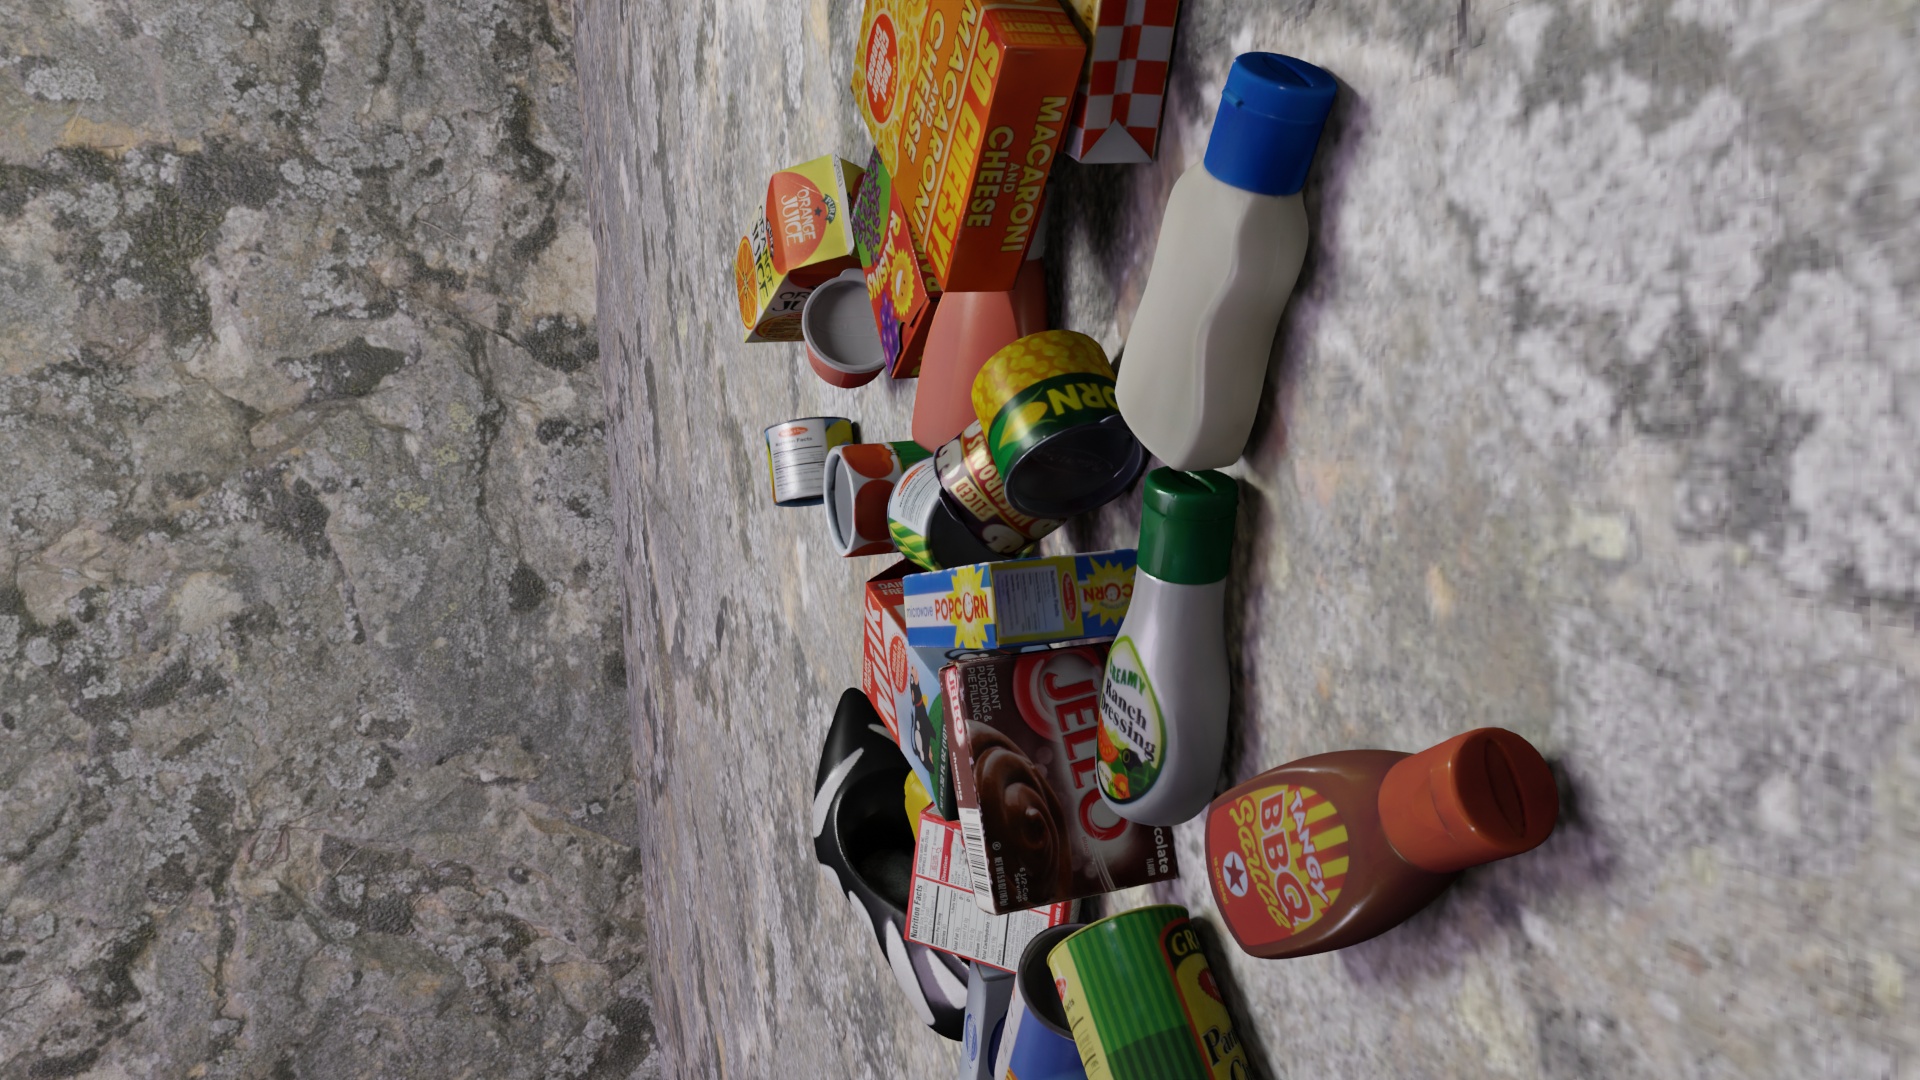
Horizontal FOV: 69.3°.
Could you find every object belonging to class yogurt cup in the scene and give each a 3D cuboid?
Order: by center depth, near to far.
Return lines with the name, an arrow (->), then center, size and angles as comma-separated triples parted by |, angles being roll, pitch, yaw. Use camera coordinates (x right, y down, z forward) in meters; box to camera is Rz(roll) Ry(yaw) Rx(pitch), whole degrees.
yogurt cup -> -0.073, -0.135, 0.926 | 0.053, 0.072, 0.072 | 127, 134, -73

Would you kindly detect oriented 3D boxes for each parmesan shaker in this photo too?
parmesan shaker -> 0.085, 0.216, 0.585 | 0.071, 0.071, 0.103 | 110, 147, -49

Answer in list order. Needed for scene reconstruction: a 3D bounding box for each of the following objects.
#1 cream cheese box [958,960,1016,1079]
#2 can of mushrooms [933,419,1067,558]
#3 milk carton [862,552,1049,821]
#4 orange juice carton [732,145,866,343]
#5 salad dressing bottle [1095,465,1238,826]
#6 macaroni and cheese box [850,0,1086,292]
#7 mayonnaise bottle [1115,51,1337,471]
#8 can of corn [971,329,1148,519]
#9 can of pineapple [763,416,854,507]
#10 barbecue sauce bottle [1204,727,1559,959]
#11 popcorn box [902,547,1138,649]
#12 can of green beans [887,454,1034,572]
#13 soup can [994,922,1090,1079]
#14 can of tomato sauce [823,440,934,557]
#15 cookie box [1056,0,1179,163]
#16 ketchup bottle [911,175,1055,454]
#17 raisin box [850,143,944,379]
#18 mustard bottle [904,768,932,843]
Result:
cream cheese box -> 0.030, 0.267, 0.761 | 0.024, 0.053, 0.103 | -126, 36, -57
can of mushrooms -> 0.020, -0.027, 0.672 | 0.033, 0.071, 0.071 | -35, 55, 25
milk carton -> -0.006, 0.072, 0.779 | 0.191, 0.073, 0.072 | -134, 43, -60
orange juice carton -> -0.105, -0.203, 0.978 | 0.192, 0.073, 0.072 | 150, 113, -68
salad dressing bottle -> 0.086, 0.043, 0.566 | 0.064, 0.044, 0.147 | -135, 44, -58
macaroni and cheese box -> -0.002, -0.212, 0.627 | 0.123, 0.040, 0.167 | 108, 149, -46
mayonnaise bottle -> 0.097, -0.100, 0.508 | 0.065, 0.041, 0.147 | -119, 32, -44
can of corn -> 0.045, -0.054, 0.623 | 0.070, 0.071, 0.058 | 110, 148, -50
can of pineapple -> -0.110, -0.058, 1.044 | 0.071, 0.071, 0.058 | 159, 104, -69
barbecue sauce bottle -> 0.132, 0.097, 0.455 | 0.148, 0.044, 0.065 | 128, 134, -61
popcorn box -> 0.032, 0.028, 0.649 | 0.126, 0.085, 0.038 | 169, 97, -70
can of green beans -> 0.001, -0.011, 0.751 | 0.058, 0.071, 0.071 | -152, 59, -65
soup can -> 0.057, 0.239, 0.669 | 0.071, 0.071, 0.083 | -120, 30, -48
can of tomato sauce -> -0.031, -0.025, 0.808 | 0.071, 0.083, 0.071 | 176, 89, -70
cookie box -> 0.042, -0.251, 0.618 | 0.168, 0.040, 0.122 | -127, 36, -53
ketchup bottle -> 0.016, -0.111, 0.700 | 0.065, 0.044, 0.148 | 21, 119, 19
raisin box -> -0.028, -0.170, 0.828 | 0.085, 0.040, 0.124 | 124, 136, -58
mustard bottle -> 0.000, 0.172, 0.823 | 0.161, 0.049, 0.065 | -124, 40, -53
